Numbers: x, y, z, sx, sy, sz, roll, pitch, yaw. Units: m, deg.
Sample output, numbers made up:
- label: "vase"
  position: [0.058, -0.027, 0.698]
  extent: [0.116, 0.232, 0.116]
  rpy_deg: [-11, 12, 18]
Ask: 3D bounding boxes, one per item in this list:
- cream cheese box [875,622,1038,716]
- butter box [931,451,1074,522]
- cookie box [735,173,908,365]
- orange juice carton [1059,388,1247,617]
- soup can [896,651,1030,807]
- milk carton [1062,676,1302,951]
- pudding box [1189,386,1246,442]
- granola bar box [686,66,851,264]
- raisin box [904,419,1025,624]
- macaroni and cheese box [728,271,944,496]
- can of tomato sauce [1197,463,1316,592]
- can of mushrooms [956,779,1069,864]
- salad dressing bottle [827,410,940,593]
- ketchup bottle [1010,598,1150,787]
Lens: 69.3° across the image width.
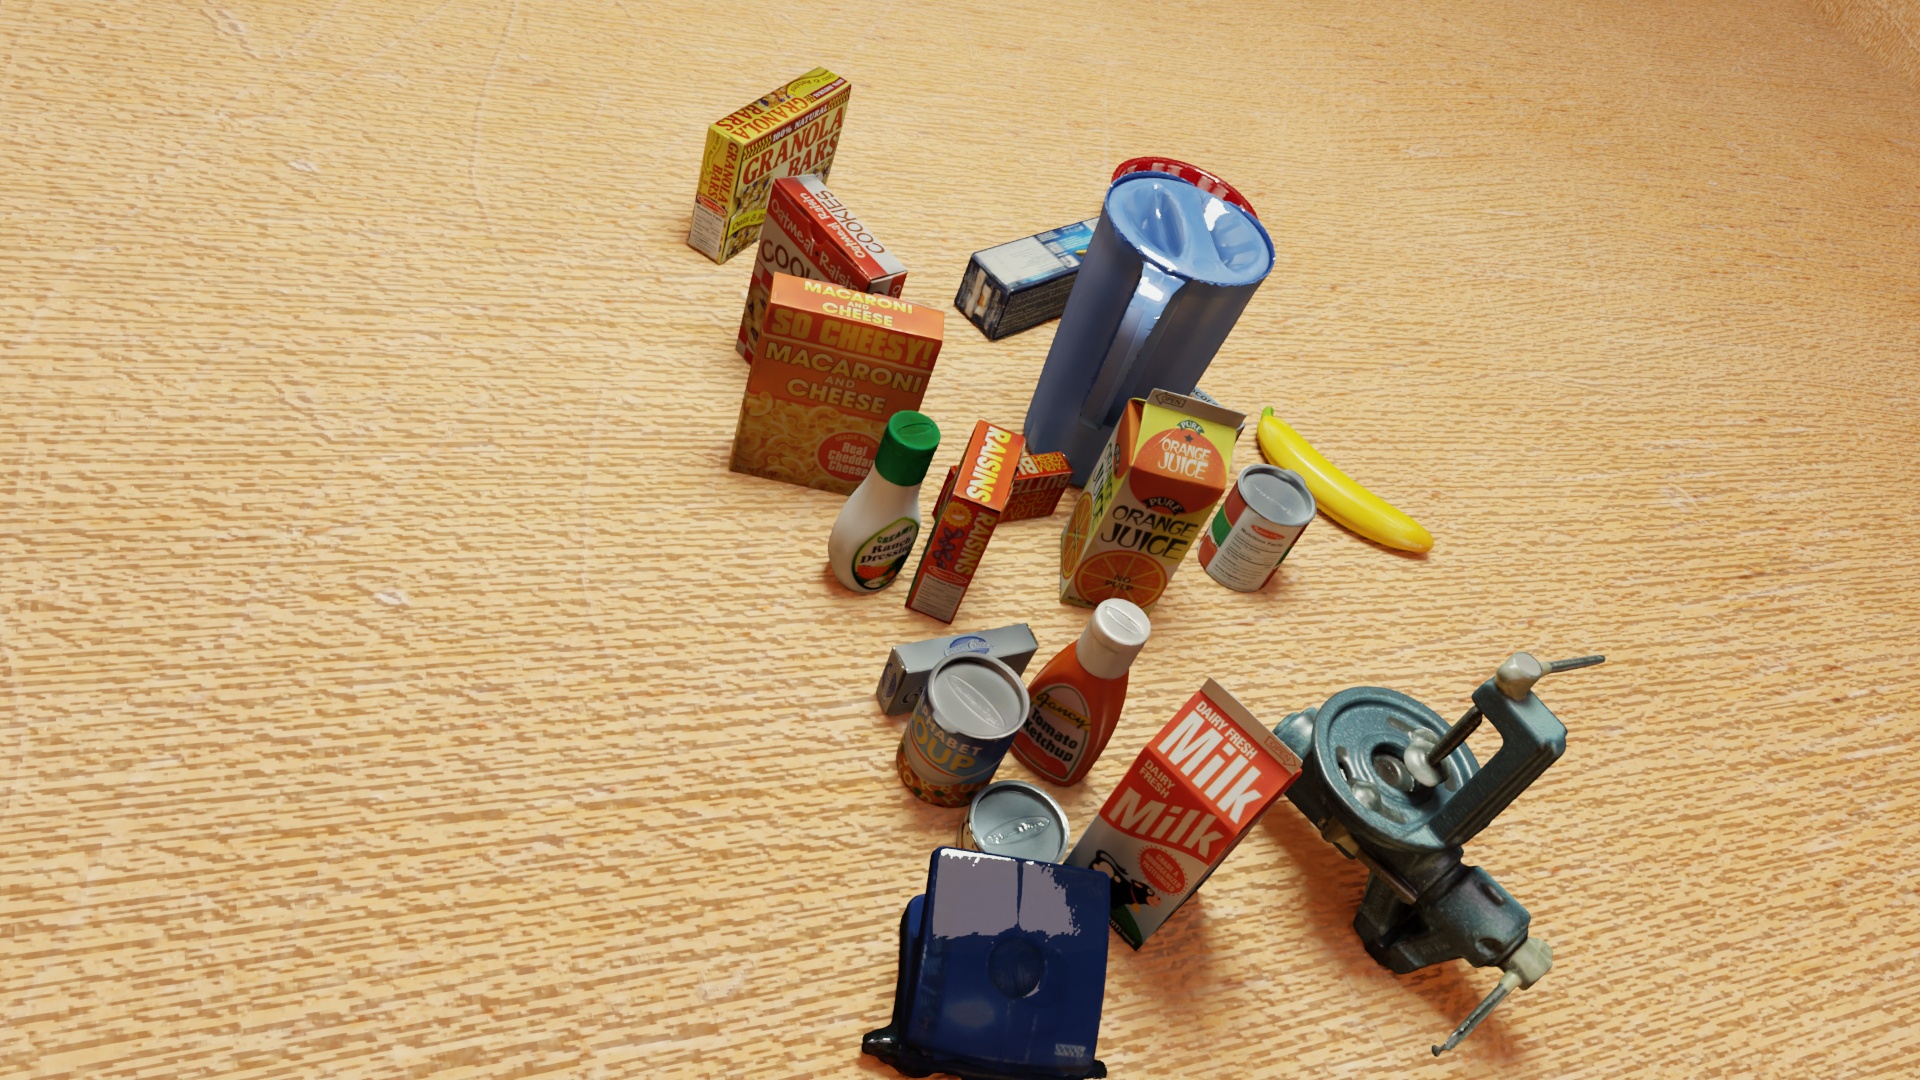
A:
- label: "cream cheese box"
  position: [-0.002, 0.087, 0.941]
  extent: [0.104, 0.053, 0.024]
  rpy_deg: [-8, 52, -28]
- label: "butter box"
  position: [0.033, -0.038, 1.074]
  extent: [0.104, 0.052, 0.024]
  rpy_deg: [-9, 53, -29]
- label: "cookie box"
  position: [-0.111, -0.175, 1.064]
  extent: [0.040, 0.166, 0.123]
  rpy_deg: [-24, 61, -37]
- label: "orange juice carton"
  position: [0.137, -0.033, 1.011]
  extent: [0.072, 0.191, 0.073]
  rpy_deg: [14, 45, -9]
- label: "soup can"
  position: [-0.002, 0.123, 0.886]
  extent: [0.071, 0.083, 0.072]
  rpy_deg: [12, 45, -12]
- label: "milk carton"
  position: [0.136, 0.159, 0.831]
  extent: [0.072, 0.189, 0.074]
  rpy_deg: [43, 48, 19]
- label: "pudding box"
  position: [0.200, -0.104, 1.206]
  extent: [0.084, 0.049, 0.030]
  rpy_deg: [41, 47, 17]
- label: "granola bar box"
  position: [-0.166, -0.330, 1.219]
  extent: [0.039, 0.123, 0.166]
  rpy_deg: [32, 45, 9]
- label: "raisin box"
  position: [0.004, -0.012, 0.987]
  extent: [0.040, 0.122, 0.086]
  rpy_deg: [21, 44, -2]
- label: "macaroni and cheese box"
  position: [-0.093, -0.108, 1.008]
  extent: [0.124, 0.165, 0.040]
  rpy_deg: [11, 46, -12]
- label: "can of tomato sauce"
  position: [0.235, -0.010, 1.108]
  extent: [0.071, 0.082, 0.071]
  rpy_deg: [12, 45, -12]
- label: "can of mushrooms"
  position: [0.033, 0.189, 0.873]
  extent: [0.071, 0.033, 0.071]
  rpy_deg: [11, 45, -12]
- label: "salad dressing bottle"
  position: [-0.051, -0.025, 0.960]
  extent: [0.064, 0.146, 0.044]
  rpy_deg: [-16, 56, -33]
- label: "ketchup bottle"
  position: [0.079, 0.096, 0.897]
  extent: [0.065, 0.148, 0.044]
  rpy_deg: [37, 46, 14]
